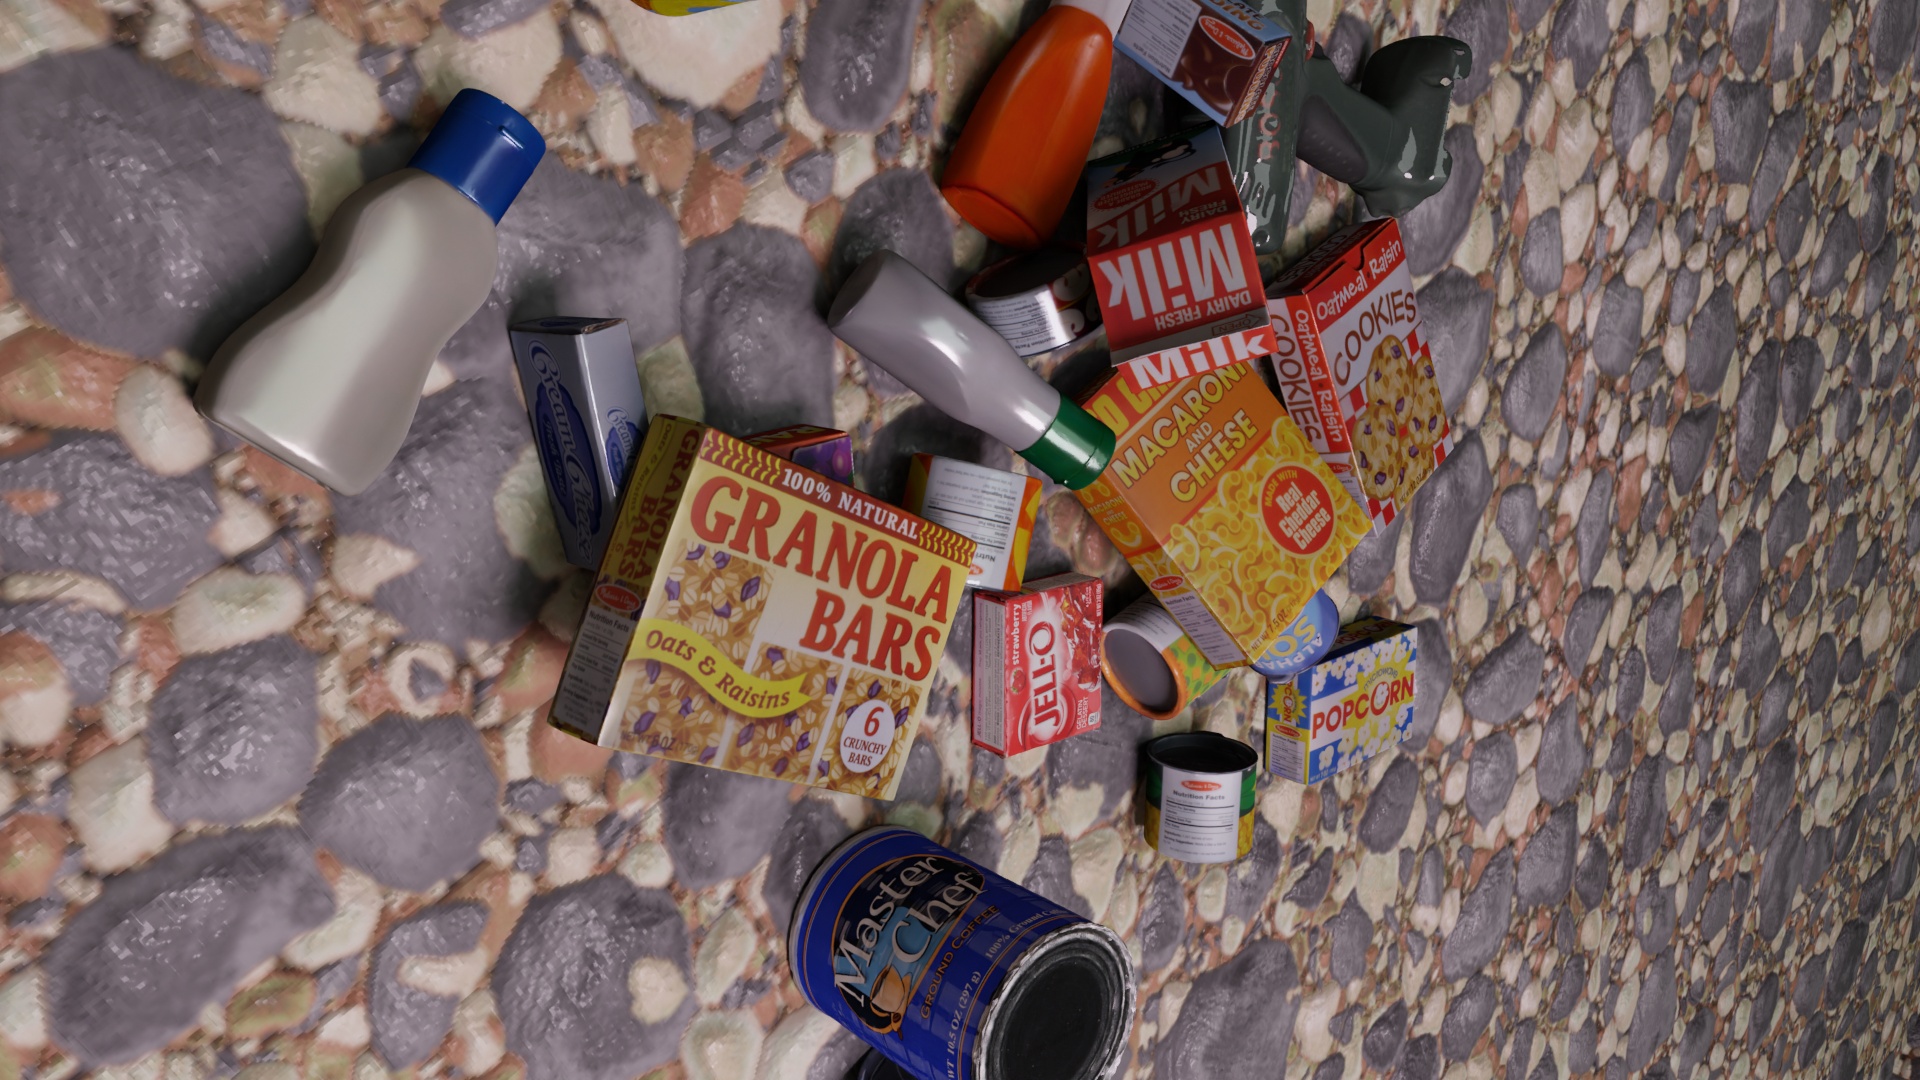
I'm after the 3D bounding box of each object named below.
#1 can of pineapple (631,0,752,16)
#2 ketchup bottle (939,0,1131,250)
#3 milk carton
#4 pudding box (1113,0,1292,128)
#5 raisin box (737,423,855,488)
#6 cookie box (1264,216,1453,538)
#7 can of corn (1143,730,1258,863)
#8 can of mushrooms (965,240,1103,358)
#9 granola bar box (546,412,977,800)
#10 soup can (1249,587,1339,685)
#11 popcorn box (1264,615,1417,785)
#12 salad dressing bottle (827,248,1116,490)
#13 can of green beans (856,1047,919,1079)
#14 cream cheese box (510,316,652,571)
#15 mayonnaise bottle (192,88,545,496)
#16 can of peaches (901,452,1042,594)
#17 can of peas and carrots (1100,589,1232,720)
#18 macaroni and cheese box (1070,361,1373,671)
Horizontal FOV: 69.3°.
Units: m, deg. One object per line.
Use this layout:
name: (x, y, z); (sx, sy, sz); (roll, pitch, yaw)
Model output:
can of pineapple: (-0.103, -0.240, 0.538); (0.071, 0.058, 0.071); (-10, 106, -40)
ketchup bottle: (0.045, -0.221, 0.684); (0.064, 0.043, 0.149); (32, 77, -41)
milk carton: (0.104, -0.132, 0.665); (0.191, 0.072, 0.073); (-80, 152, -58)
pudding box: (0.122, -0.255, 0.710); (0.030, 0.084, 0.049); (-30, 154, -39)
raisin box: (-0.088, 0.016, 0.619); (0.086, 0.040, 0.123); (-16, 109, -38)
cookie box: (0.253, -0.103, 0.877); (0.123, 0.040, 0.167); (-39, 116, -38)
can of corn: (0.145, 0.154, 0.840); (0.071, 0.071, 0.058); (-9, 106, -40)
can of mushrooms: (0.039, -0.120, 0.686); (0.071, 0.071, 0.033); (-39, 122, -29)
granola bar box: (-0.074, 0.033, 0.570); (0.165, 0.039, 0.124); (24, 83, -49)
soup can: (0.183, 0.037, 0.845); (0.083, 0.071, 0.071); (45, 70, -38)
popcorn box: (0.261, 0.107, 0.950); (0.127, 0.038, 0.085); (-13, 107, -40)
salad dressing bottle: (0.008, -0.076, 0.652); (0.147, 0.064, 0.044); (34, 76, -24)
can of green beans: (-0.014, 0.296, 0.726); (0.071, 0.071, 0.057); (-36, 122, -30)
cream cheese box: (-0.144, -0.036, 0.548); (0.024, 0.053, 0.103); (-25, 115, -40)
mayonnaise bottle: (-0.202, -0.092, 0.494); (0.064, 0.041, 0.148); (41, 71, -41)
can of peaches: (0.002, -0.009, 0.679); (0.071, 0.071, 0.058); (11, 92, -42)
can of peas and carrots: (0.120, 0.063, 0.796); (0.059, 0.071, 0.070); (-33, 119, -31)
macaroni and cheese box: (0.136, -0.032, 0.763); (0.124, 0.040, 0.166); (-43, 99, -27)
